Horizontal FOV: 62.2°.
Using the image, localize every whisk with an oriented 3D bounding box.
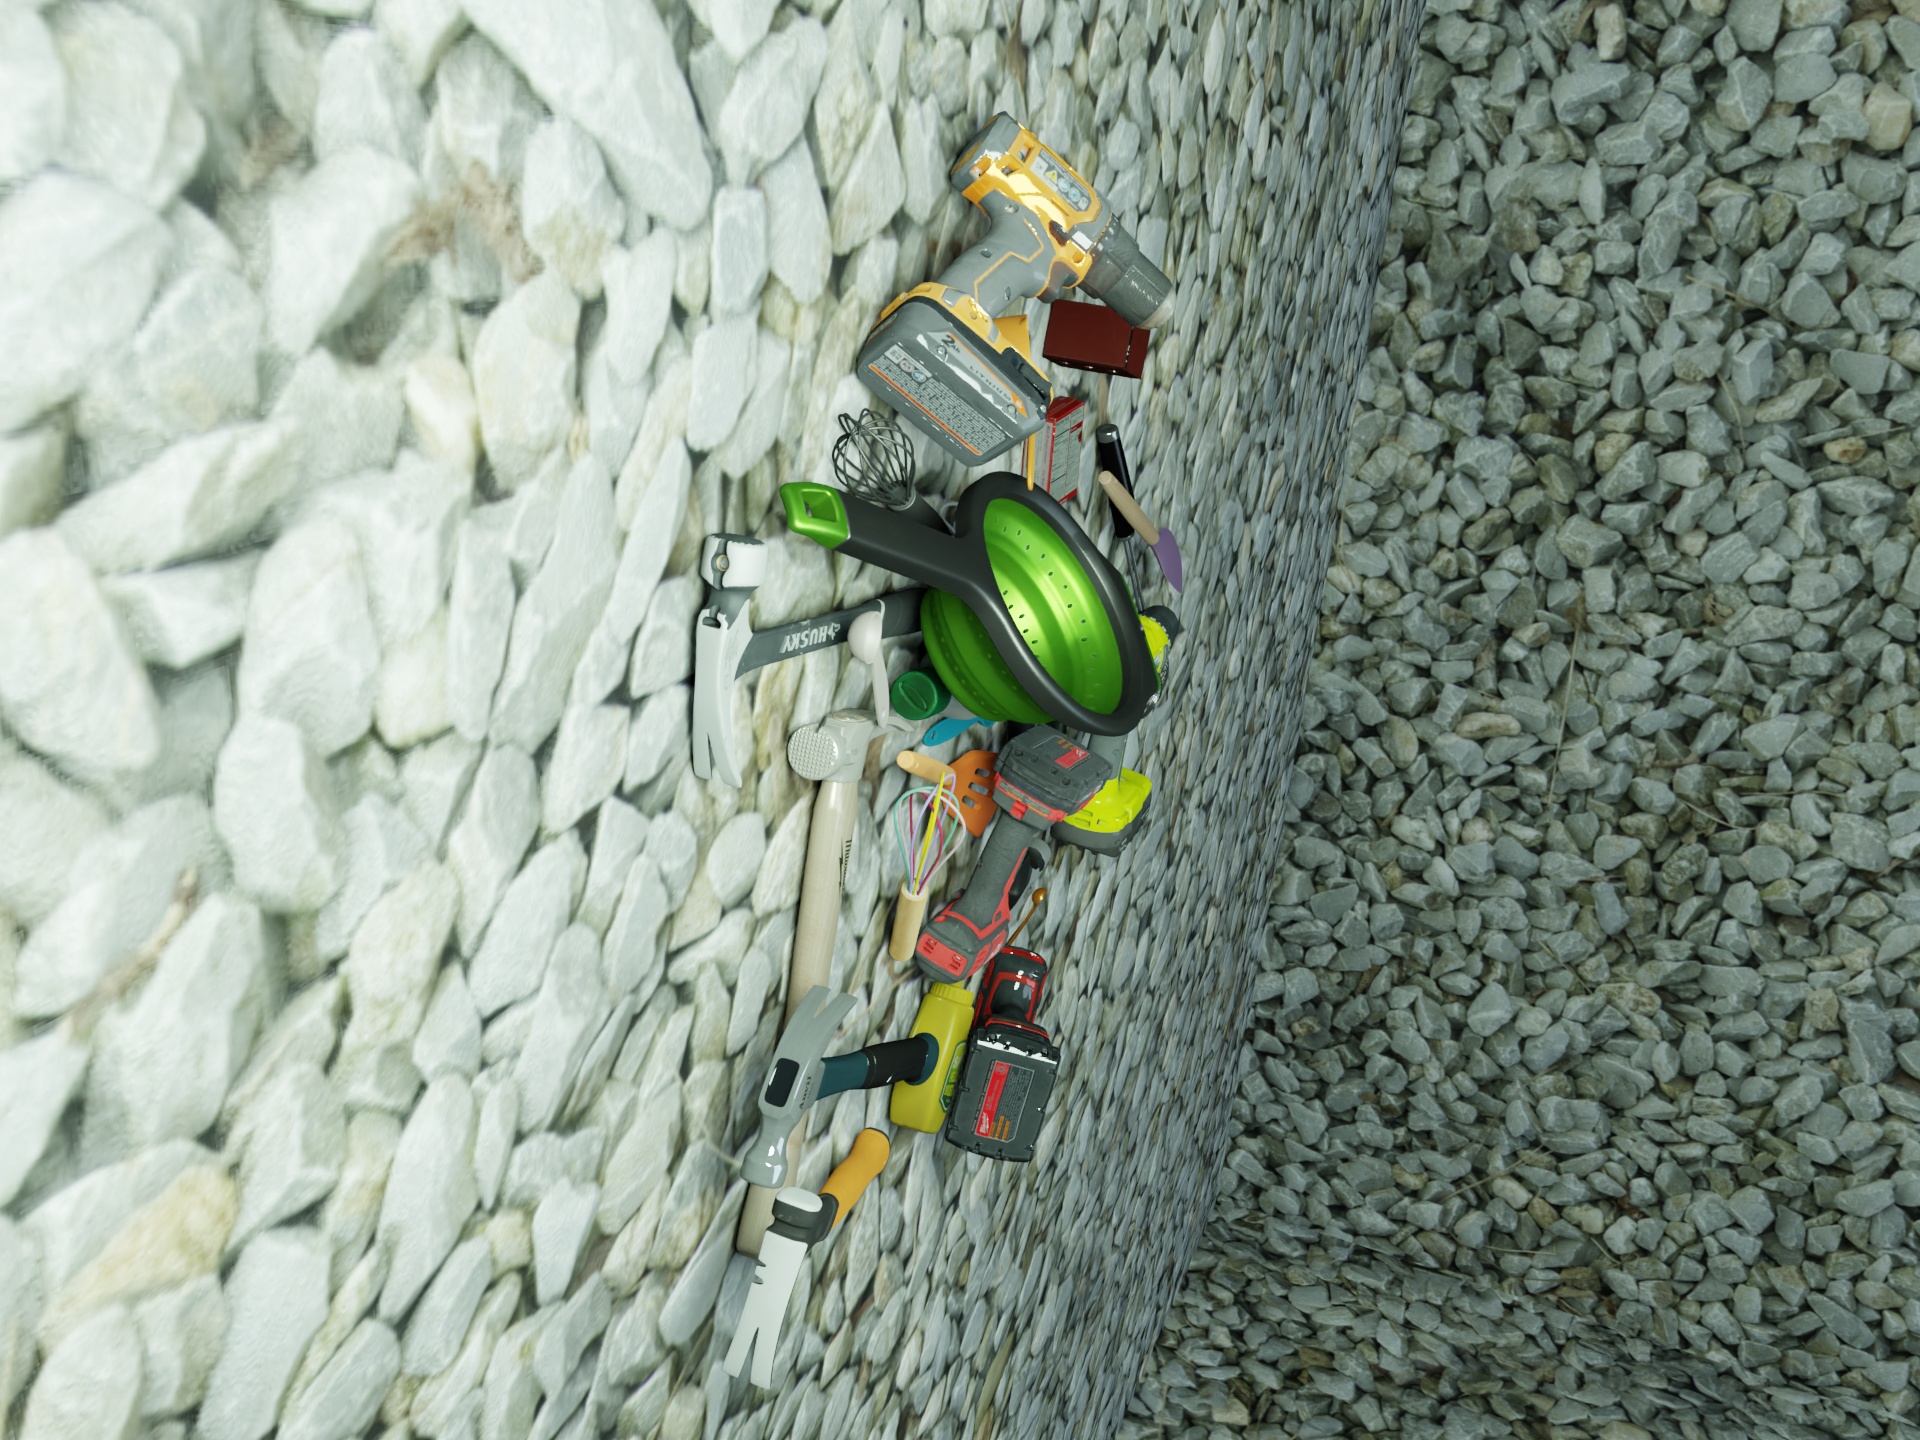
[{"bbox_3d":[-0.034,0.121,1.226,0.244,0.051,0.047,103,-31,-51],"label":"whisk"},{"bbox_3d":[-0.038,-0.154,1.093,0.238,0.055,0.055,43,62,-72],"label":"whisk"}]

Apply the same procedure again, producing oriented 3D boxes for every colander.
[{"bbox_3d":[-0.009,-0.077,1.057,0.396,0.094,0.205,14,54,-54],"label":"colander"}]

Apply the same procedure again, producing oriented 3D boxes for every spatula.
[{"bbox_3d":[-0.006,0.046,1.272,0.081,0.041,0.322,-65,170,-1],"label":"spatula"},{"bbox_3d":[0.185,-0.192,1.584,0.315,0.018,0.060,28,61,-67],"label":"spatula"}]

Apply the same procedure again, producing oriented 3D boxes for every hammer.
[{"bbox_3d":[-0.070,-0.061,1.082,0.409,0.036,0.149,-23,125,-67],"label":"hammer"},{"bbox_3d":[-0.074,0.260,1.181,0.331,0.033,0.128,29,76,-73],"label":"hammer"},{"bbox_3d":[-0.100,0.371,1.183,0.337,0.034,0.127,7,100,-82],"label":"hammer"},{"bbox_3d":[0.053,0.033,1.481,0.146,0.035,0.334,-49,147,-54],"label":"hammer"},{"bbox_3d":[-0.106,0.194,1.146,0.146,0.038,0.410,-18,119,-69],"label":"hammer"}]

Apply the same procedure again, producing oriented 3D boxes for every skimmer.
[{"bbox_3d":[0.154,-0.142,1.655,0.127,0.090,0.362,-61,145,-44],"label":"skimmer"}]

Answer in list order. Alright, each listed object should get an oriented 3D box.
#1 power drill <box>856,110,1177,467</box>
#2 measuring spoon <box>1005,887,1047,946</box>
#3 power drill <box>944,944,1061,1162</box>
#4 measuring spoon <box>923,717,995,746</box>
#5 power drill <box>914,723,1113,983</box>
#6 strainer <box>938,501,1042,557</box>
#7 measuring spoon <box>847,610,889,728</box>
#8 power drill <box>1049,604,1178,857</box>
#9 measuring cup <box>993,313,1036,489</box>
[{"bbox_3d":[0.048,-0.278,1.075,0.185,0.084,0.226,36,60,-20],"label":"power drill"},{"bbox_3d":[0.056,0.205,1.581,0.021,0.011,0.116,-40,164,-52],"label":"measuring spoon"},{"bbox_3d":[0.034,0.331,1.497,0.227,0.080,0.188,-81,-173,-79],"label":"power drill"},{"bbox_3d":[-0.002,-0.004,1.341,0.128,0.021,0.042,-28,130,-53],"label":"measuring spoon"},{"bbox_3d":[0.043,0.119,1.388,0.219,0.078,0.143,-64,165,17],"label":"power drill"},{"bbox_3d":[0.043,-0.153,1.328,0.087,0.050,0.258,-63,166,9],"label":"strainer"},{"bbox_3d":[-0.061,-0.031,1.059,0.124,0.018,0.034,85,20,-58],"label":"measuring spoon"},{"bbox_3d":[0.161,0.003,1.595,0.190,0.080,0.228,-42,144,-56],"label":"power drill"},{"bbox_3d":[0.027,-0.221,1.141,0.095,0.052,0.174,82,7,-47],"label":"measuring cup"}]
